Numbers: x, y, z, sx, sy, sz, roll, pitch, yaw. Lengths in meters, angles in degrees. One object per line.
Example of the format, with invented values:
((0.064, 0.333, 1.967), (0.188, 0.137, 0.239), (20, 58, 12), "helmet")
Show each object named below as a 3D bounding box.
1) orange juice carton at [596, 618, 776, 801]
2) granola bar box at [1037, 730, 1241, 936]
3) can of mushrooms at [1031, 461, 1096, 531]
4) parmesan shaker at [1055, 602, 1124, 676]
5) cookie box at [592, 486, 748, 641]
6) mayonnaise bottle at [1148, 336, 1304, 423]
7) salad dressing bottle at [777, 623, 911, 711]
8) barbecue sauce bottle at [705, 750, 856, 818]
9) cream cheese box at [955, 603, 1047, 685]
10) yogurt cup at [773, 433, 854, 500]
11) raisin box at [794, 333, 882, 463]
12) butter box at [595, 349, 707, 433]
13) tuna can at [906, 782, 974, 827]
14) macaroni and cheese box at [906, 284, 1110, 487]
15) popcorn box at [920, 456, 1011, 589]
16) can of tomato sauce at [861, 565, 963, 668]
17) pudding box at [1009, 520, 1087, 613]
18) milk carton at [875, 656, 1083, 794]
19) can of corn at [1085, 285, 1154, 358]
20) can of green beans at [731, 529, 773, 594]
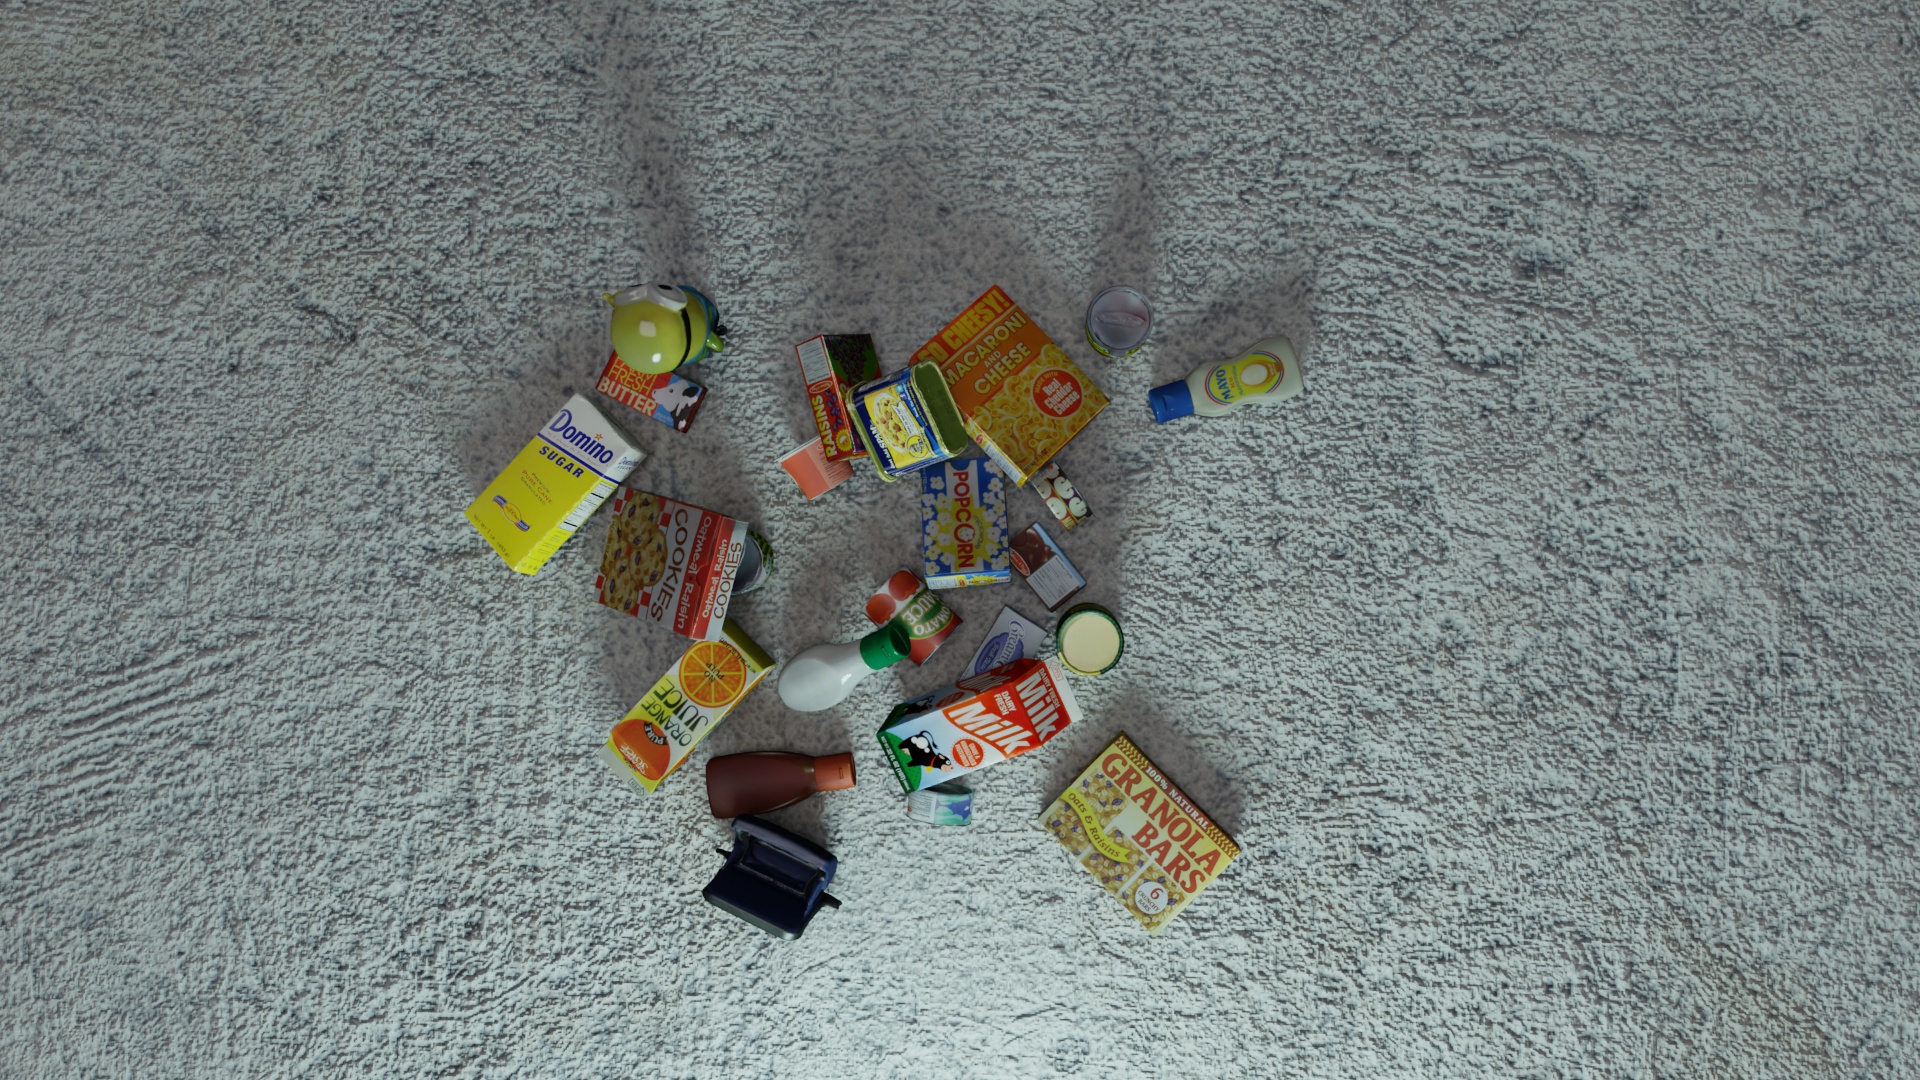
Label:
((-0.282, 0.172, 1.411), (0.072, 0.073, 0.192), (44, 93, 2), "orange juice carton")
((0.179, 0.293, 1.399), (0.165, 0.039, 0.124), (44, 93, 3), "granola bar box")
((0.103, -0.042, 1.391), (0.033, 0.071, 0.071), (-36, 88, 4), "can of mushrooms")
((0.130, 0.098, 1.370), (0.071, 0.103, 0.071), (0, 90, 4), "parmesan shaker")
((-0.292, 0.021, 1.384), (0.167, 0.040, 0.123), (15, 91, 40), "cookie box")
((0.264, -0.155, 1.393), (0.148, 0.041, 0.064), (-17, 91, 3), "mayonnaise bottle")
((-0.116, 0.125, 1.386), (0.147, 0.044, 0.064), (-26, 102, 29), "salad dressing bottle")
((-0.182, 0.244, 1.420), (0.148, 0.043, 0.065), (-8, 89, 3), "barbecue sauce bottle")
((0.041, 0.122, 1.415), (0.053, 0.024, 0.103), (32, 92, 2), "cream cheese box")
((-0.144, -0.077, 1.409), (0.072, 0.072, 0.054), (-30, 96, 3), "yogurt cup")
((-0.111, -0.144, 1.393), (0.040, 0.086, 0.123), (-16, 89, 31), "raisin box")
((-0.320, -0.156, 1.439), (0.103, 0.024, 0.053), (26, 91, 3), "butter box")
((-0.018, 0.265, 1.399), (0.071, 0.071, 0.033), (7, 90, 4), "tuna can")
((0.047, -0.155, 1.390), (0.124, 0.040, 0.166), (-43, 86, -17), "macaroni and cheese box")
((0.005, -0.017, 1.390), (0.085, 0.038, 0.127), (-5, 67, 4), "popcorn box")
((-0.048, 0.075, 1.398), (0.083, 0.071, 0.071), (44, 93, 3), "can of tomato sauce")
((0.085, 0.026, 1.410), (0.049, 0.030, 0.084), (-39, 88, 4), "pudding box")
((0.022, 0.176, 1.366), (0.190, 0.074, 0.072), (-22, 100, 17), "milk carton")
((0.158, -0.215, 1.392), (0.071, 0.058, 0.071), (0, 90, 3), "can of corn")
((-0.228, 0.021, 1.415), (0.071, 0.058, 0.071), (0, 90, 4), "can of green beans")
